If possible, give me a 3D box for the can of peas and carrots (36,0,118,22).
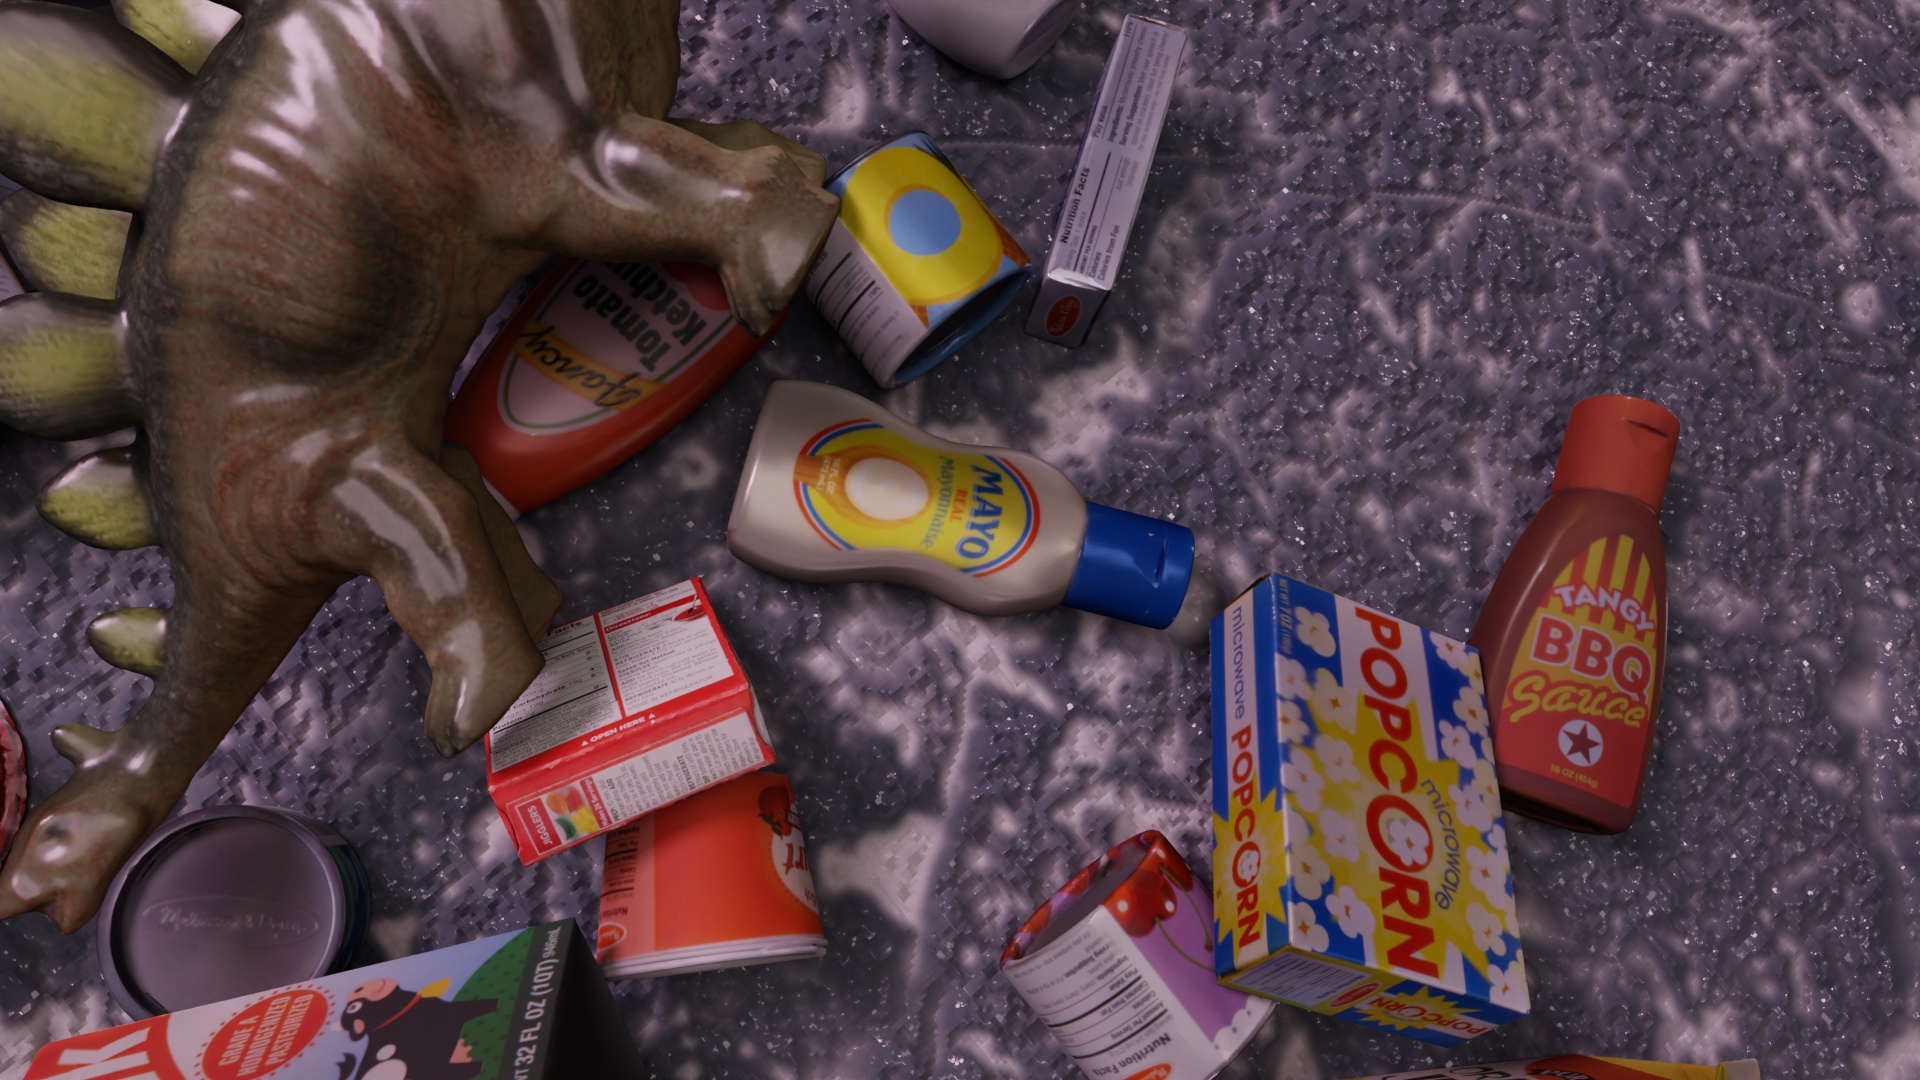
[{"bbox_3d":[-0.287,-0.207,0.442,0.059,0.071,0.071,44,76,3],"label":"can of peas and carrots"}]

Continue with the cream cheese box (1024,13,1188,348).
[{"bbox_3d":[0.050,-0.124,0.484,0.024,0.053,0.104,18,76,-3],"label":"cream cheese box"}]

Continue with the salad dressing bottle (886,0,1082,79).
[{"bbox_3d":[-0.022,-0.233,0.501,0.147,0.044,0.064,45,71,3],"label":"salad dressing bottle"}]

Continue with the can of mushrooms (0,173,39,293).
[{"bbox_3d":[-0.300,-0.098,0.437,0.071,0.033,0.071,2,78,-9],"label":"can of mushrooms"}]

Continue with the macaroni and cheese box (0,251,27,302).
[{"bbox_3d":[-0.355,-0.086,0.399,0.123,0.040,0.166,-36,85,11],"label":"macaroni and cheese box"}]

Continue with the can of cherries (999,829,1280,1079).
[{"bbox_3d":[0.055,0.131,0.429,0.071,0.071,0.058,-39,86,-14],"label":"can of cherries"}]

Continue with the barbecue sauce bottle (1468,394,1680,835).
[{"bbox_3d":[0.216,0.023,0.485,0.065,0.043,0.149,21,76,-3],"label":"barbecue sauce bottle"}]

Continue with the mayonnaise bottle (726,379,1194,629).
[{"bbox_3d":[0.002,-0.006,0.459,0.148,0.041,0.065,14,75,-5],"label":"mayonnaise bottle"}]

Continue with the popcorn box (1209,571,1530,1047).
[{"bbox_3d":[0.123,0.080,0.430,0.085,0.038,0.127,20,52,-18],"label":"popcorn box"}]

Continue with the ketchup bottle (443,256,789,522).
[{"bbox_3d":[-0.127,-0.047,0.447,0.065,0.043,0.149,43,76,1],"label":"ketchup bottle"}]

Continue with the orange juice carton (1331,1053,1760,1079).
[{"bbox_3d":[0.164,0.204,0.424,0.193,0.073,0.072,-2,79,-9],"label":"orange juice carton"}]

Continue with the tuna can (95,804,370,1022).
[{"bbox_3d":[-0.211,0.113,0.407,0.071,0.032,0.071,2,78,-8],"label":"tuna can"}]

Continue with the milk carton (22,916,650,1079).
[{"bbox_3d":[-0.184,0.168,0.358,0.191,0.072,0.073,-14,117,-1],"label":"milk carton"}]

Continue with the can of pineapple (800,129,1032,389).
[{"bbox_3d":[-0.017,-0.093,0.462,0.071,0.071,0.058,-38,87,-13],"label":"can of pineapple"}]

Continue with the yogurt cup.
[{"bbox_3d":[-0.076,0.100,0.415,0.072,0.072,0.054,-5,72,-9],"label":"yogurt cup"}]
